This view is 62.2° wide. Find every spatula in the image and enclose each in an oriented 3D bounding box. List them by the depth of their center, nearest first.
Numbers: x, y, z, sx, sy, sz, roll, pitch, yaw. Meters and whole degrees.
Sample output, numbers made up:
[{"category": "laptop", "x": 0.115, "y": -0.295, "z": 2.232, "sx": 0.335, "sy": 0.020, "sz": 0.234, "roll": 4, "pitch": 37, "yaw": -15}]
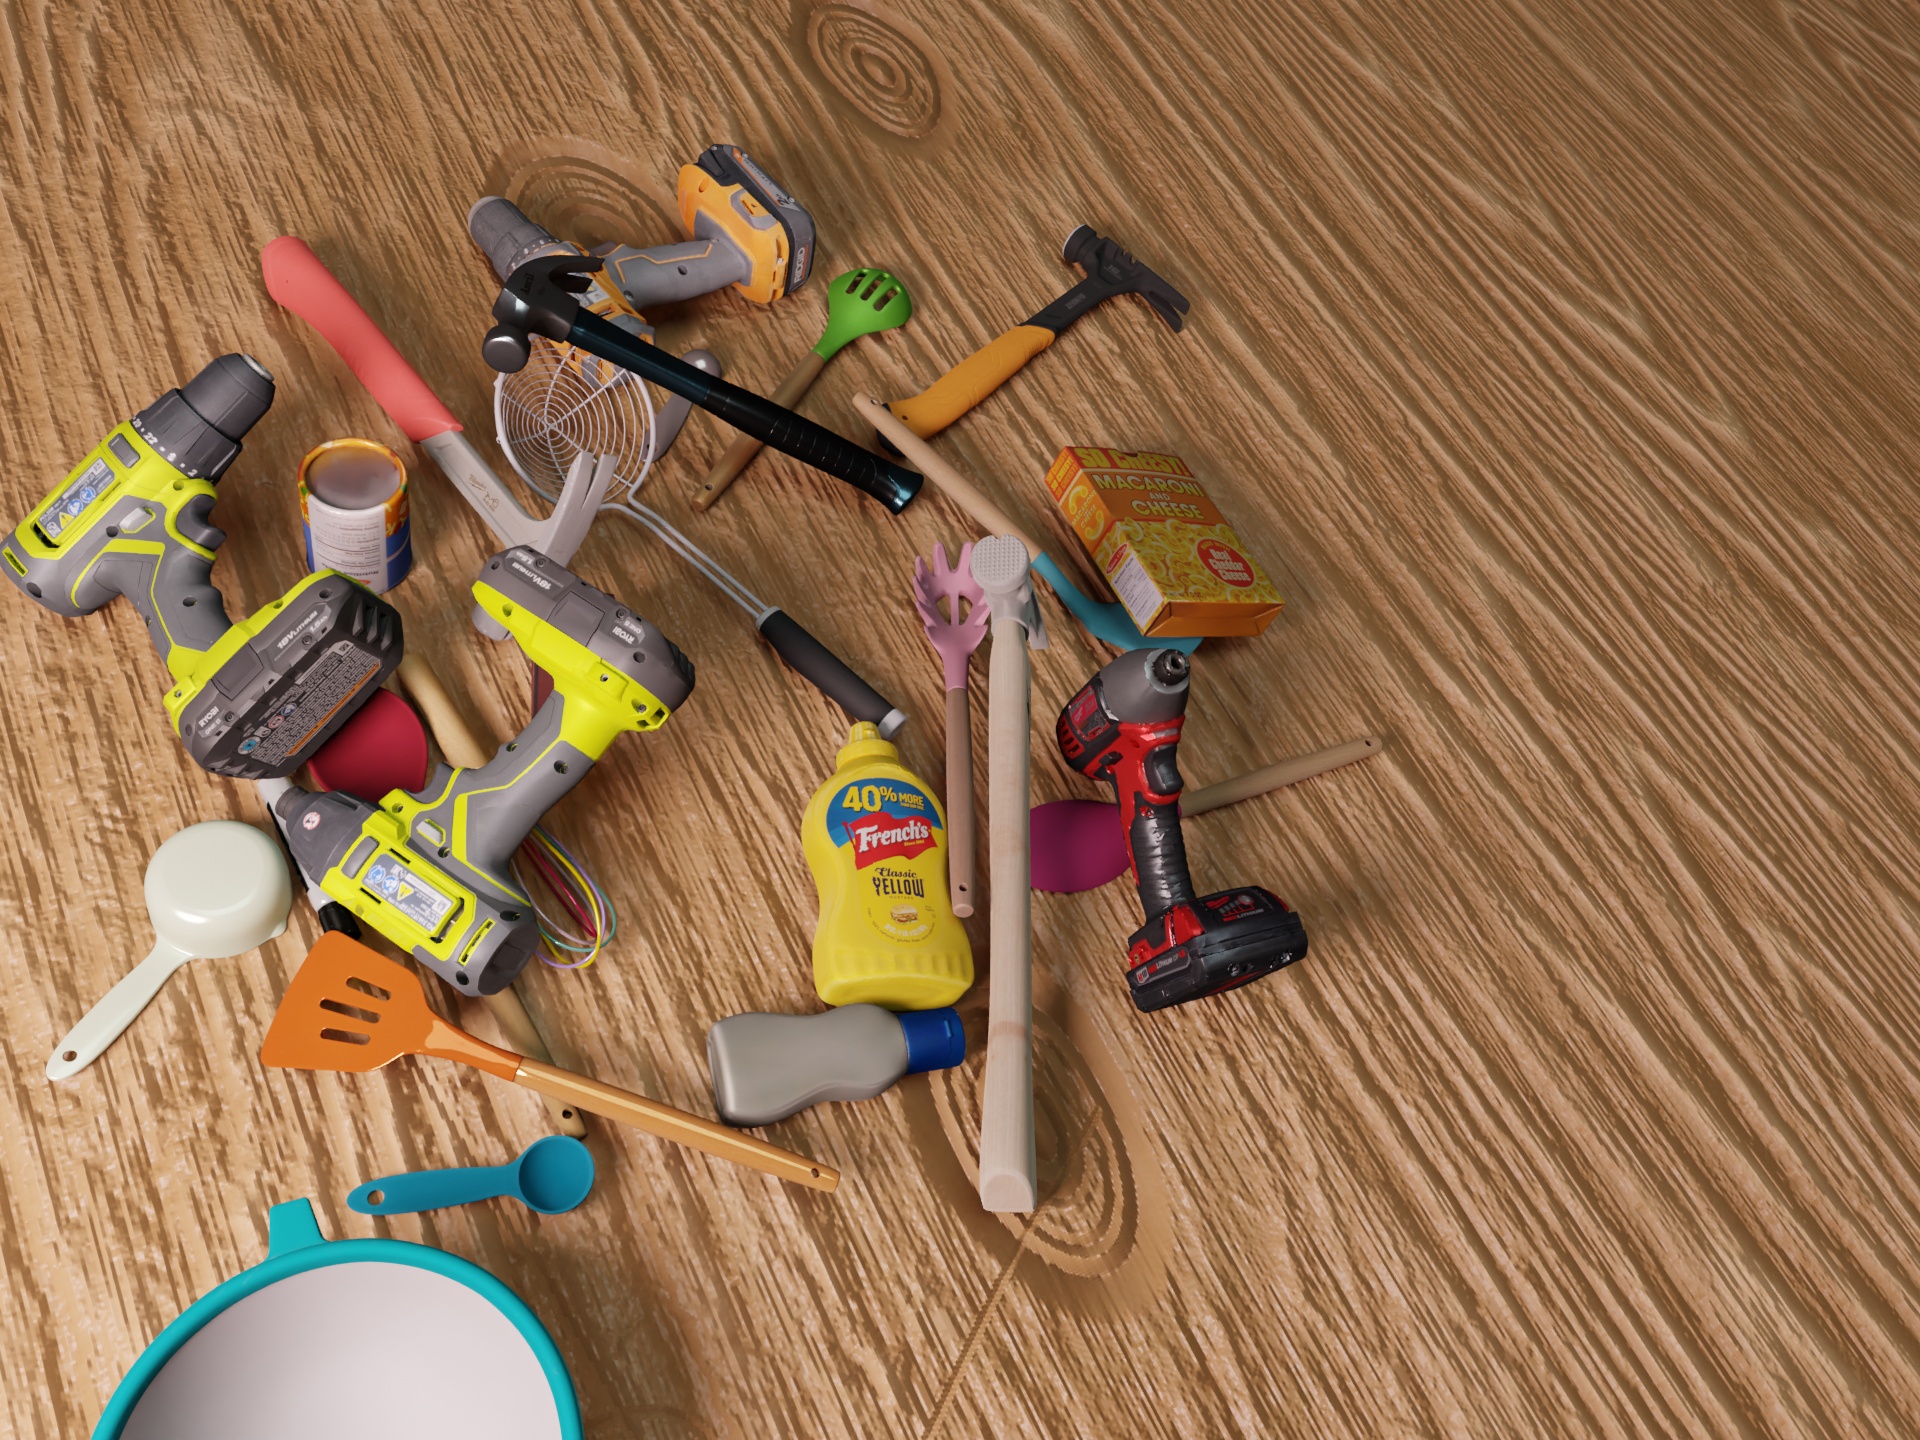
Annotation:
[{"category": "spatula", "x": -0.220, "y": 0.202, "z": 0.877, "sx": 0.322, "sy": 0.041, "sz": 0.081, "roll": 21, "pitch": 65, "yaw": -5}, {"category": "spatula", "x": 0.044, "y": -0.146, "z": 1.187, "sx": 0.317, "sy": 0.044, "sz": 0.082, "roll": 42, "pitch": 40, "yaw": 4}]

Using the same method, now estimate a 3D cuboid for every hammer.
[{"category": "hammer", "x": 0.033, "y": 0.096, "z": 1.003, "sx": 0.038, "sy": 0.146, "sz": 0.411, "roll": -3, "pitch": 68, "yaw": 9}, {"category": "hammer", "x": -0.370, "y": -0.224, "z": 1.080, "sx": 0.359, "sy": 0.149, "sz": 0.036, "roll": 47, "pitch": 26, "yaw": 22}, {"category": "hammer", "x": -0.170, "y": -0.227, "z": 1.128, "sx": 0.330, "sy": 0.033, "sz": 0.128, "roll": 24, "pitch": 44, "yaw": -26}, {"category": "hammer", "x": 0.054, "y": -0.304, "z": 1.314, "sx": 0.127, "sy": 0.034, "sz": 0.337, "roll": 40, "pitch": 55, "yaw": 12}]

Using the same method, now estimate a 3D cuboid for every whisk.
[{"category": "whisk", "x": -0.280, "y": 0.048, "z": 0.969, "sx": 0.051, "sy": 0.047, "sz": 0.245, "roll": -25, "pitch": 65, "yaw": -29}]

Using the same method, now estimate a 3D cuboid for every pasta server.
[{"category": "pasta server", "x": -0.002, "y": -0.003, "z": 1.066, "sx": 0.060, "sy": 0.040, "sz": 0.317, "roll": -1, "pitch": 46, "yaw": 0}]

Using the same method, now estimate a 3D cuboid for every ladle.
[{"category": "ladle", "x": -0.297, "y": 0.110, "z": 0.932, "sx": 0.069, "sy": 0.031, "sz": 0.316, "roll": -28, "pitch": 71, "yaw": -20}]

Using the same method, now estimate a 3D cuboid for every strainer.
[{"category": "strainer", "x": -0.226, "y": 0.385, "z": 0.731, "sx": 0.340, "sy": 0.095, "sz": 0.211, "roll": 28, "pitch": 56, "yaw": -1}]

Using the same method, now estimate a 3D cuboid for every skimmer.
[{"category": "skimmer", "x": -0.171, "y": -0.125, "z": 1.088, "sx": 0.363, "sy": 0.090, "sz": 0.127, "roll": 40, "pitch": 51, "yaw": 11}]

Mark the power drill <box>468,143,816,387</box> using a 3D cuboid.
[{"category": "power drill", "x": -0.250, "y": -0.369, "z": 1.236, "sx": 0.226, "sy": 0.084, "sz": 0.185, "roll": -35, "pitch": 72, "yaw": -28}]

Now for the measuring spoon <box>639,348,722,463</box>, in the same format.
[{"category": "measuring spoon", "x": -0.212, "y": -0.239, "z": 1.195, "sx": 0.034, "sy": 0.018, "sz": 0.124, "roll": 22, "pitch": 54, "yaw": -3}]

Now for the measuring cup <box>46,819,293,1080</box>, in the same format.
[{"category": "measuring cup", "x": -0.437, "y": 0.122, "z": 0.870, "sx": 0.083, "sy": 0.038, "sz": 0.168, "roll": 29, "pitch": 52, "yaw": 2}]

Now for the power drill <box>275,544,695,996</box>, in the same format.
[{"category": "power drill", "x": -0.272, "y": 0.020, "z": 0.907, "sx": 0.171, "sy": 0.080, "sz": 0.223, "roll": 31, "pitch": 79, "yaw": 15}]

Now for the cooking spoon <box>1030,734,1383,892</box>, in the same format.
[{"category": "cooking spoon", "x": 0.173, "y": 0.055, "z": 1.122, "sx": 0.319, "sy": 0.017, "sz": 0.069, "roll": -15, "pitch": 63, "yaw": -25}]

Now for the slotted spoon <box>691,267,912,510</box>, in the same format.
[{"category": "slotted spoon", "x": -0.122, "y": -0.265, "z": 1.237, "sx": 0.070, "sy": 0.031, "sz": 0.314, "roll": 29, "pitch": 55, "yaw": 3}]

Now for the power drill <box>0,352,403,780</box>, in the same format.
[{"category": "power drill", "x": -0.438, "y": -0.095, "z": 0.942, "sx": 0.190, "sy": 0.080, "sz": 0.229, "roll": -46, "pitch": 72, "yaw": -2}]

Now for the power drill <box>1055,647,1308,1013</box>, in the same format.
[{"category": "power drill", "x": 0.134, "y": 0.063, "z": 1.013, "sx": 0.078, "sy": 0.143, "sz": 0.220, "roll": -10, "pitch": 72, "yaw": -23}]

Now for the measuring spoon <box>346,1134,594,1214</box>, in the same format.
[{"category": "measuring spoon", "x": -0.262, "y": 0.252, "z": 0.858, "sx": 0.128, "sy": 0.021, "sz": 0.042, "roll": -5, "pitch": 63, "yaw": -10}]
